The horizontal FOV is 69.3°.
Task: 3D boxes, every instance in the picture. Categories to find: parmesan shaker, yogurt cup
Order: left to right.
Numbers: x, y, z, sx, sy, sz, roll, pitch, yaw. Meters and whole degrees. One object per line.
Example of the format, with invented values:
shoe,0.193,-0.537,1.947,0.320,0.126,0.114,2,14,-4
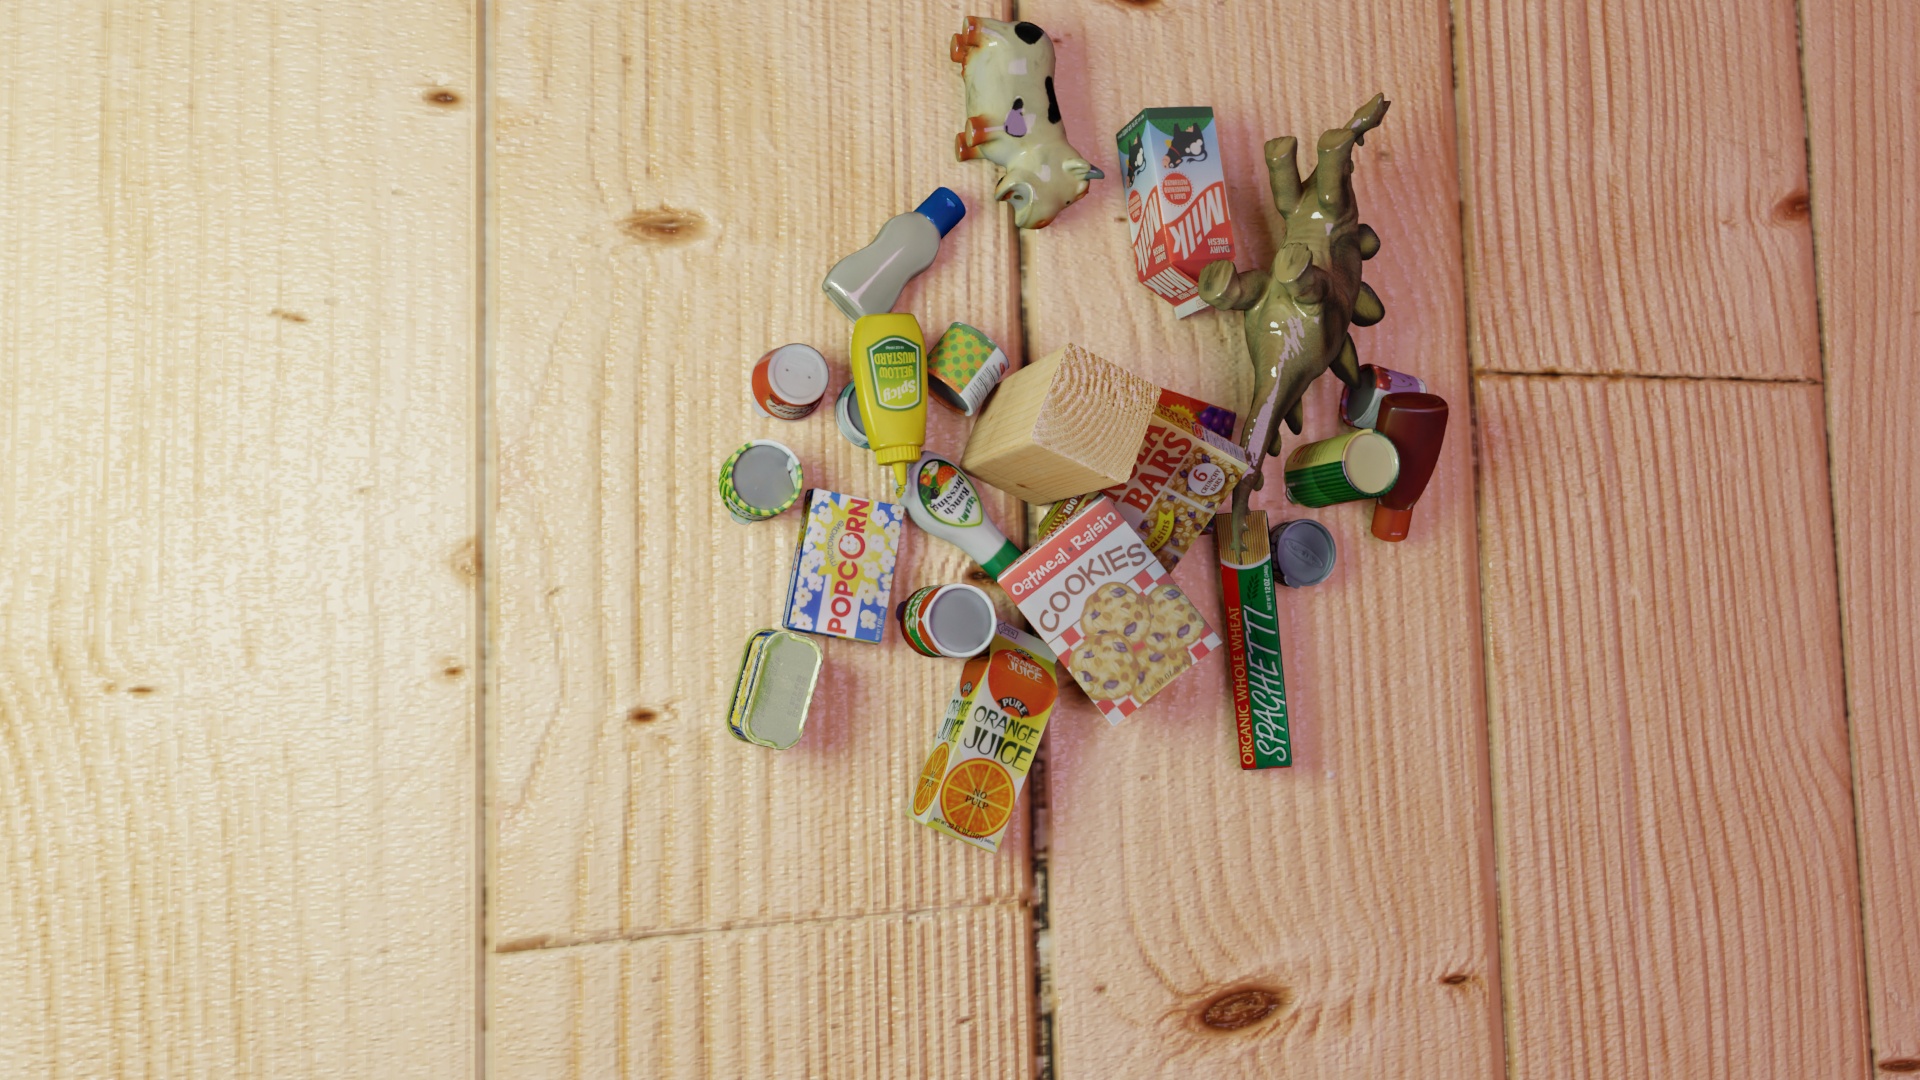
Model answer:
yogurt cup,-0.147,-0.141,1.219,0.072,0.054,0.072,2,85,-17
parmesan shaker,0.367,-0.066,1.344,0.071,0.103,0.071,1,86,-17

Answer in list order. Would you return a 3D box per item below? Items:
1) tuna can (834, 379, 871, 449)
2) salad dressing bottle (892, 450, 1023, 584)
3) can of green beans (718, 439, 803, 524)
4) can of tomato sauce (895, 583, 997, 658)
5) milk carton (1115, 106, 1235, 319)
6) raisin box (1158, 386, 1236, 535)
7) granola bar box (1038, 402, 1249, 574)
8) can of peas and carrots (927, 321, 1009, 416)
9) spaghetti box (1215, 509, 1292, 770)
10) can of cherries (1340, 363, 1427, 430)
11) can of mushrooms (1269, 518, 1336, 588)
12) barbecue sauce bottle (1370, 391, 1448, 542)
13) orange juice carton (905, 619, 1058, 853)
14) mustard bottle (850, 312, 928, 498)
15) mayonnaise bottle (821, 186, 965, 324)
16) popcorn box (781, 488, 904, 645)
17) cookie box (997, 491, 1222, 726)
tuna can,-0.075,-0.118,1.250,0.071,0.033,0.071,1,86,-17
salad dressing bottle,0.004,-0.016,1.260,0.147,0.044,0.064,45,62,-11
can of green beans,-0.173,-0.052,1.201,0.071,0.057,0.071,1,85,-17
can of tomato sauce,-0.013,0.070,1.227,0.071,0.083,0.071,1,86,-17
milk carton,0.209,-0.312,1.332,0.073,0.072,0.190,-7,88,-18
raisin box,0.208,-0.074,1.330,0.086,0.040,0.123,16,81,-14
granola bar box,0.164,-0.040,1.262,0.124,0.039,0.164,27,118,-10
can of peas and carrots,-0.001,-0.156,1.260,0.071,0.071,0.059,39,77,-11
spaghetti box,0.282,0.096,1.334,0.050,0.029,0.250,-6,87,13
can of cherries,0.422,-0.140,1.389,0.058,0.071,0.071,14,82,-15
can of mushrooms,0.330,0.015,1.363,0.071,0.033,0.071,1,85,-18
barbecue sauce bottle,0.433,-0.070,1.361,0.065,0.044,0.147,0,119,-3
orange juice carton,0.026,0.171,1.236,0.072,0.073,0.193,25,78,-14
mustard bottle,-0.057,-0.117,1.211,0.065,0.048,0.160,-6,87,-15
mayonnaise bottle,-0.056,-0.261,1.265,0.064,0.041,0.148,46,74,-10
popcorn box,-0.104,0.023,1.227,0.085,0.038,0.127,12,82,-15
cookie box,0.130,0.060,1.232,0.123,0.040,0.167,-38,93,4
